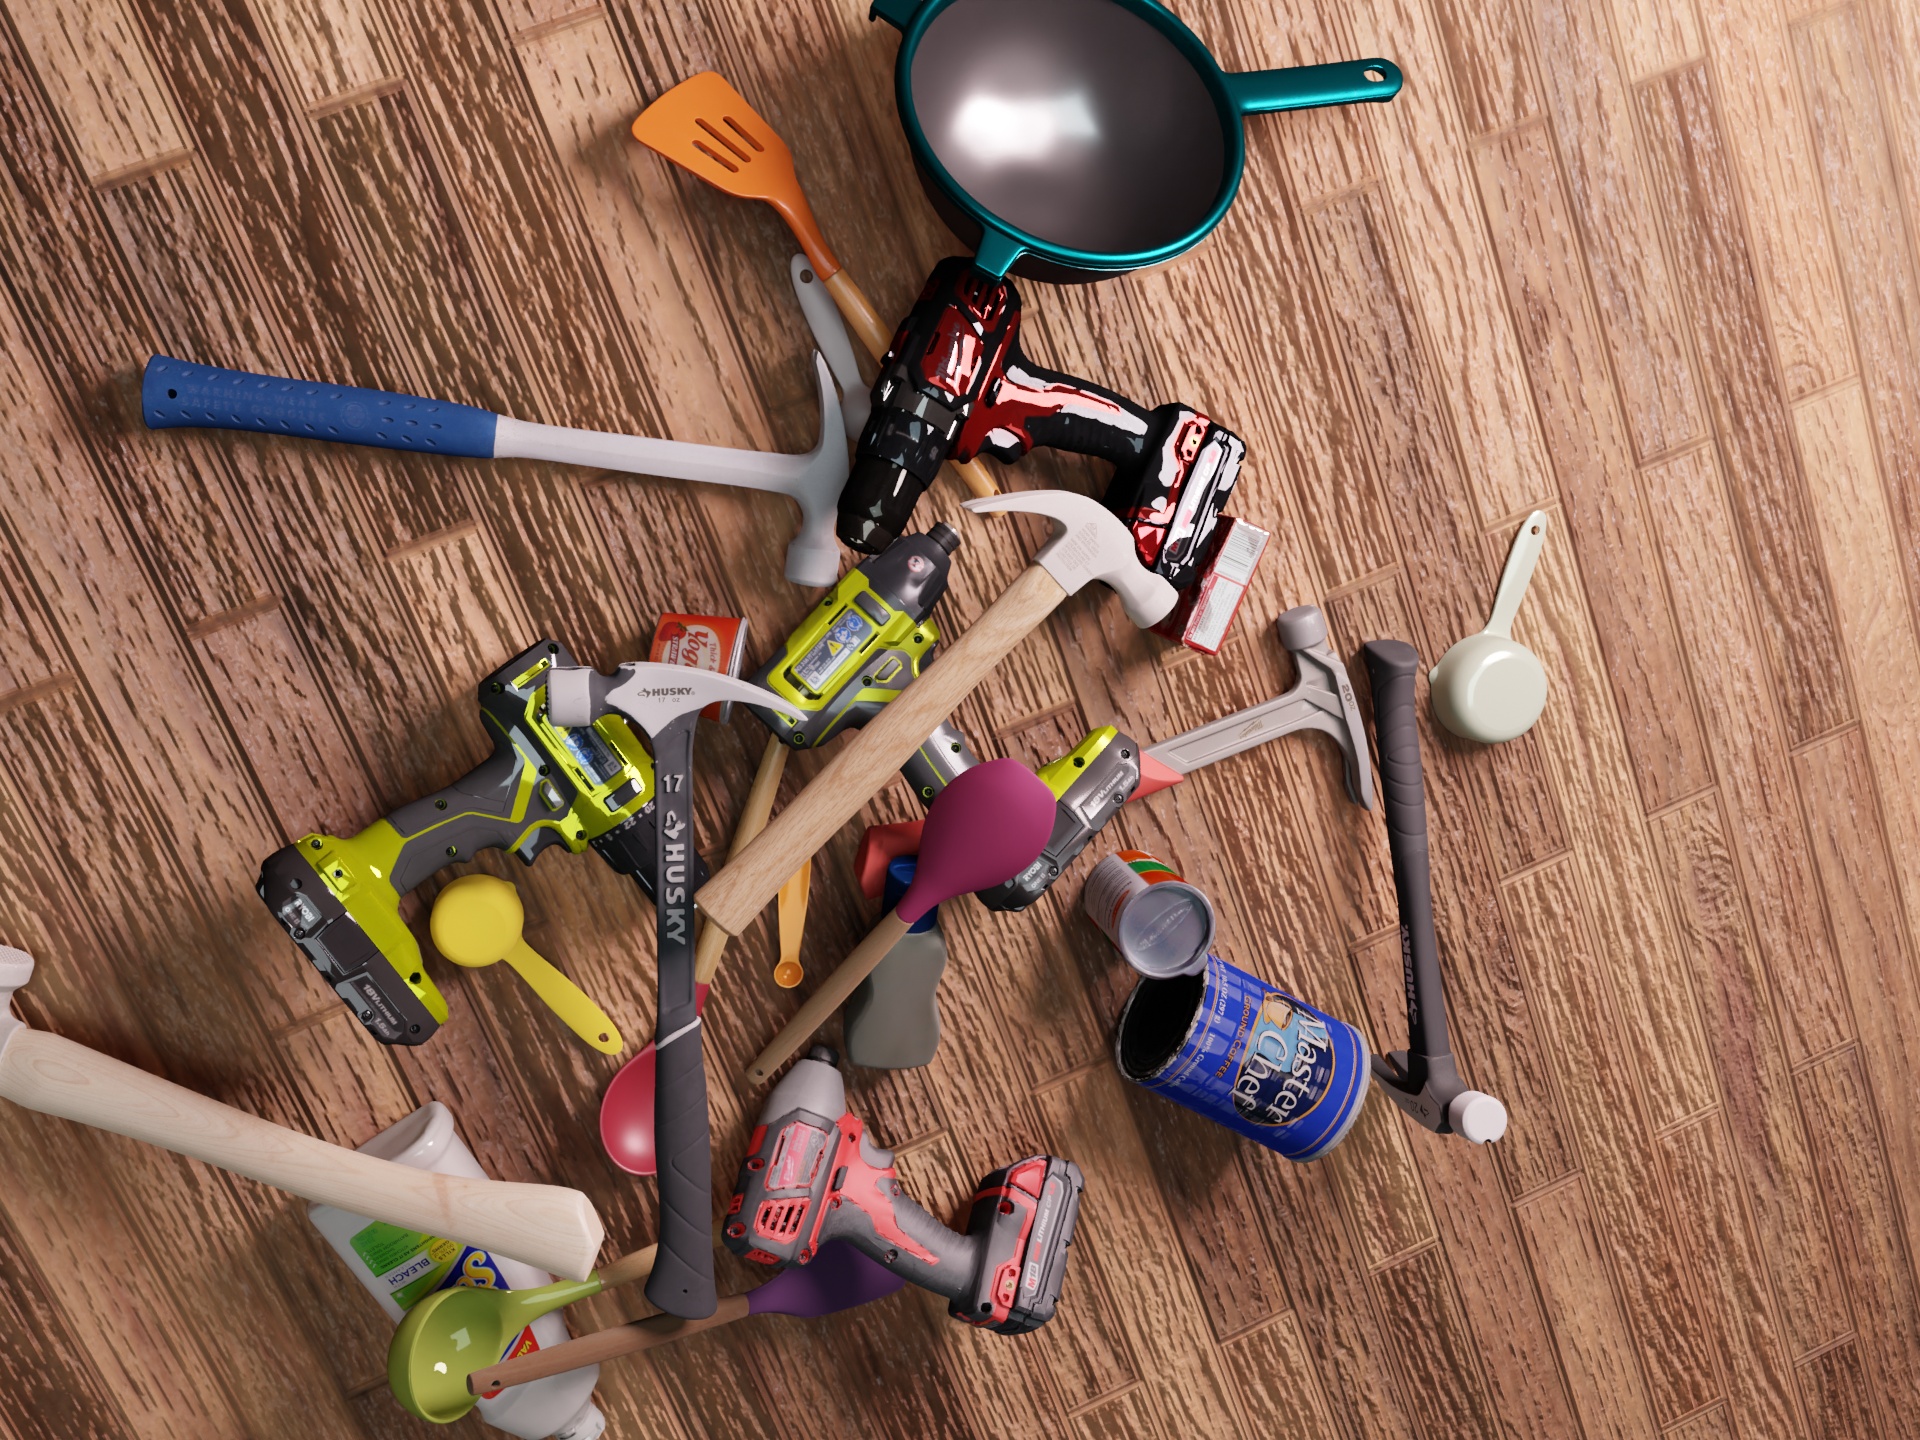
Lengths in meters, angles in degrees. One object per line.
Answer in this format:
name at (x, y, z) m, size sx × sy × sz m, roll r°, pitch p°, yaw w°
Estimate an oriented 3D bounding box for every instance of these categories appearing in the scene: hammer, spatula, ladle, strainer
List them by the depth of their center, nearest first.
hammer at (-0.029, -0.004, 0.925) m, size 0.331 × 0.031 × 0.130 m, roll -45°, pitch 108°, yaw -3°
hammer at (-0.416, 0.265, 0.946) m, size 0.410 × 0.038 × 0.146 m, roll 18°, pitch 90°, yaw 0°
hammer at (-0.266, -0.175, 0.951) m, size 0.405 × 0.035 × 0.144 m, roll 6°, pitch 102°, yaw -12°
hammer at (-0.165, 0.167, 0.956) m, size 0.149 × 0.036 × 0.409 m, roll -2°, pitch 100°, yaw -13°
strainer at (0.112, -0.352, 0.970) m, size 0.340 × 0.095 × 0.211 m, roll -15°, pitch 76°, yaw -22°
spatula at (-0.070, -0.252, 0.979) m, size 0.322 × 0.041 × 0.081 m, roll 52°, pitch 54°, yaw -22°
ladle at (-0.202, 0.352, 1.015) m, size 0.320 × 0.062 × 0.078 m, roll -15°, pitch 104°, yaw -26°
spatula at (-0.162, 0.381, 1.025) m, size 0.315 × 0.018 × 0.059 m, roll -3°, pitch 102°, yaw -37°
ladle at (-0.163, 0.145, 1.038) m, size 0.069 × 0.031 × 0.315 m, roll 18°, pitch 94°, yaw -19°
hammer at (0.102, 0.051, 1.071) m, size 0.359 × 0.037 × 0.149 m, roll -21°, pitch 104°, yaw -8°
hammer at (0.309, 0.110, 1.096) m, size 0.035 × 0.146 × 0.335 m, roll -6°, pitch 90°, yaw -11°

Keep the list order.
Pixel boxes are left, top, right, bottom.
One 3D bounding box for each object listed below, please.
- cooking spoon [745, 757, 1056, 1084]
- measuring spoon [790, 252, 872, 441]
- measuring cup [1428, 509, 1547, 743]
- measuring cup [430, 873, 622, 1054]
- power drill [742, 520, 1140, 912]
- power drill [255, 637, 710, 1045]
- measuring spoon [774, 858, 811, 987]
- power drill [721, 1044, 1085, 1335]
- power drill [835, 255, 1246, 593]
cooking spoon at (-0.048, 0.136, 0.989) m, size 0.069 × 0.017 × 0.318 m, roll 41°, pitch 120°, yaw 0°
measuring spoon at (-0.076, -0.232, 0.991) m, size 0.034 × 0.018 × 0.124 m, roll -25°, pitch 103°, yaw -6°
measuring cup at (0.385, -0.064, 1.107) m, size 0.083 × 0.038 × 0.167 m, roll 13°, pitch 99°, yaw -14°
measuring cup at (-0.273, 0.163, 1.015) m, size 0.062 × 0.029 × 0.156 m, roll -43°, pitch 103°, yaw -1°
power drill at (-0.002, -0.003, 0.999) m, size 0.223 × 0.080 × 0.171 m, roll 43°, pitch 83°, yaw 1°
power drill at (-0.278, 0.087, 0.957) m, size 0.228 × 0.080 × 0.190 m, roll -39°, pitch 105°, yaw -21°
measuring spoon at (-0.111, 0.119, 1.054) m, size 0.021 × 0.011 × 0.117 m, roll 3°, pitch 96°, yaw -11°
power drill at (-0.037, 0.312, 1.055) m, size 0.219 × 0.078 × 0.143 m, roll 23°, pitch 61°, yaw -12°
power drill at (0.043, -0.153, 0.976) m, size 0.226 × 0.080 × 0.188 m, roll 27°, pitch 81°, yaw -19°
